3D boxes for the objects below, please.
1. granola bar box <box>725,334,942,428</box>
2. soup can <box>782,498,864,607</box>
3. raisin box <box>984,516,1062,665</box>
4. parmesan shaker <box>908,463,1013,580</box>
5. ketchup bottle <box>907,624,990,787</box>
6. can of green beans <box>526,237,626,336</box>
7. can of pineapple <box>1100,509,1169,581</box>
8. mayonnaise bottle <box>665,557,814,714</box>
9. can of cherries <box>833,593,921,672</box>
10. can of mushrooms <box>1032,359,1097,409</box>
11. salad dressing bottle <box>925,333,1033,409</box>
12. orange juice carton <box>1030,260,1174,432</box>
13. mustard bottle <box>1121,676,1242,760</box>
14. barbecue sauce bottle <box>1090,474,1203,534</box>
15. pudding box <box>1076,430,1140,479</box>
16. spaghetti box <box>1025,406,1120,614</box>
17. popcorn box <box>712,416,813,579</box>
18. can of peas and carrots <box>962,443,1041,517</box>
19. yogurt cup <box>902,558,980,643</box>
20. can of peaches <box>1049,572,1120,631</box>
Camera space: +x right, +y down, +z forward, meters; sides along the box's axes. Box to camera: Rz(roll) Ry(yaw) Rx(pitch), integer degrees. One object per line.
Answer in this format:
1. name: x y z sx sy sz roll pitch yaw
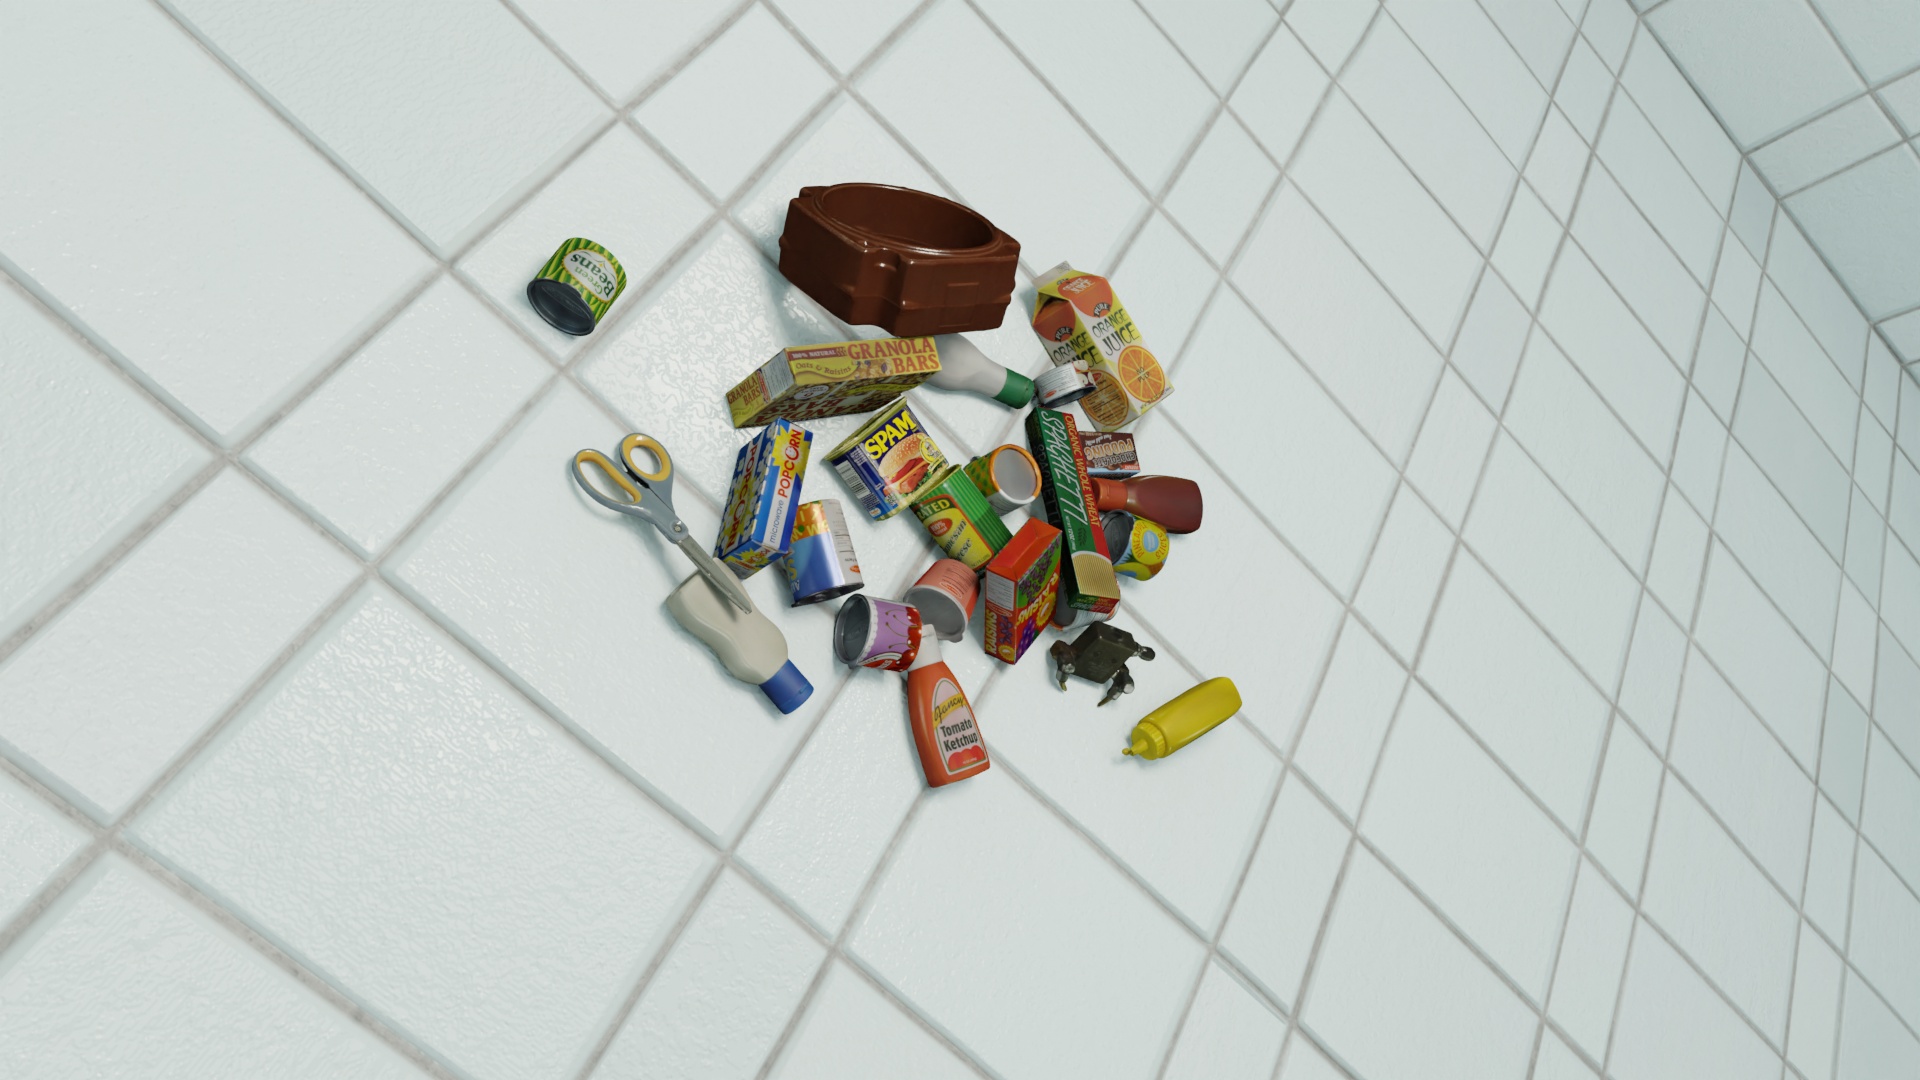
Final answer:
1. granola bar box: -0.119 -0.149 1.306 0.166 0.124 0.039 -12 83 -38
2. soup can: -0.134 0.012 1.277 0.071 0.071 0.084 -10 79 -38
3. raisin box: 0.060 0.051 1.369 0.040 0.122 0.086 23 49 23
4. parmesan shaker: 0.005 -0.017 1.381 0.103 0.071 0.072 52 52 -9
5. ketchup bottle: -0.022 0.155 1.317 0.065 0.043 0.149 -12 80 -39
6. can of green beans: -0.335 -0.222 1.215 0.071 0.071 0.058 38 55 -19
7. can of pineapple: 0.185 0.005 1.503 0.058 0.070 0.071 19 63 -30
8. mayonnaise bottle: -0.190 0.088 1.223 0.148 0.041 0.065 51 46 -11
9. can of cherries: -0.077 0.089 1.288 0.058 0.071 0.072 14 66 -33
10. can of mushrooms: 0.114 -0.170 1.520 0.071 0.071 0.033 -17 83 -38
11. salad dressing bottle: 0.009 -0.180 1.462 0.147 0.044 0.064 21 61 -30
12. orange juice carton: 0.150 -0.222 1.559 0.072 0.072 0.192 -35 95 -38
13. mustard bottle: 0.228 0.195 1.472 0.161 0.065 0.049 -24 83 -33
14. barbecue sauce bottle: 0.203 -0.044 1.551 0.149 0.043 0.065 6 75 -33
15. pudding box: 0.157 -0.094 1.544 0.084 0.030 0.050 -1 75 -36
16. spaghetti box: 0.114 -0.037 1.446 0.050 0.028 0.251 10 50 -26
17. popcorn box: -0.178 -0.037 1.247 0.038 0.085 0.127 23 60 -26
18. can of peas and carrots: 0.041 -0.062 1.431 0.071 0.058 0.071 13 66 -32
19. yogurt cup: -0.015 0.055 1.346 0.072 0.072 0.054 46 45 -13
20. can of peaches: 0.121 0.056 1.443 0.058 0.071 0.071 -10 80 -37
